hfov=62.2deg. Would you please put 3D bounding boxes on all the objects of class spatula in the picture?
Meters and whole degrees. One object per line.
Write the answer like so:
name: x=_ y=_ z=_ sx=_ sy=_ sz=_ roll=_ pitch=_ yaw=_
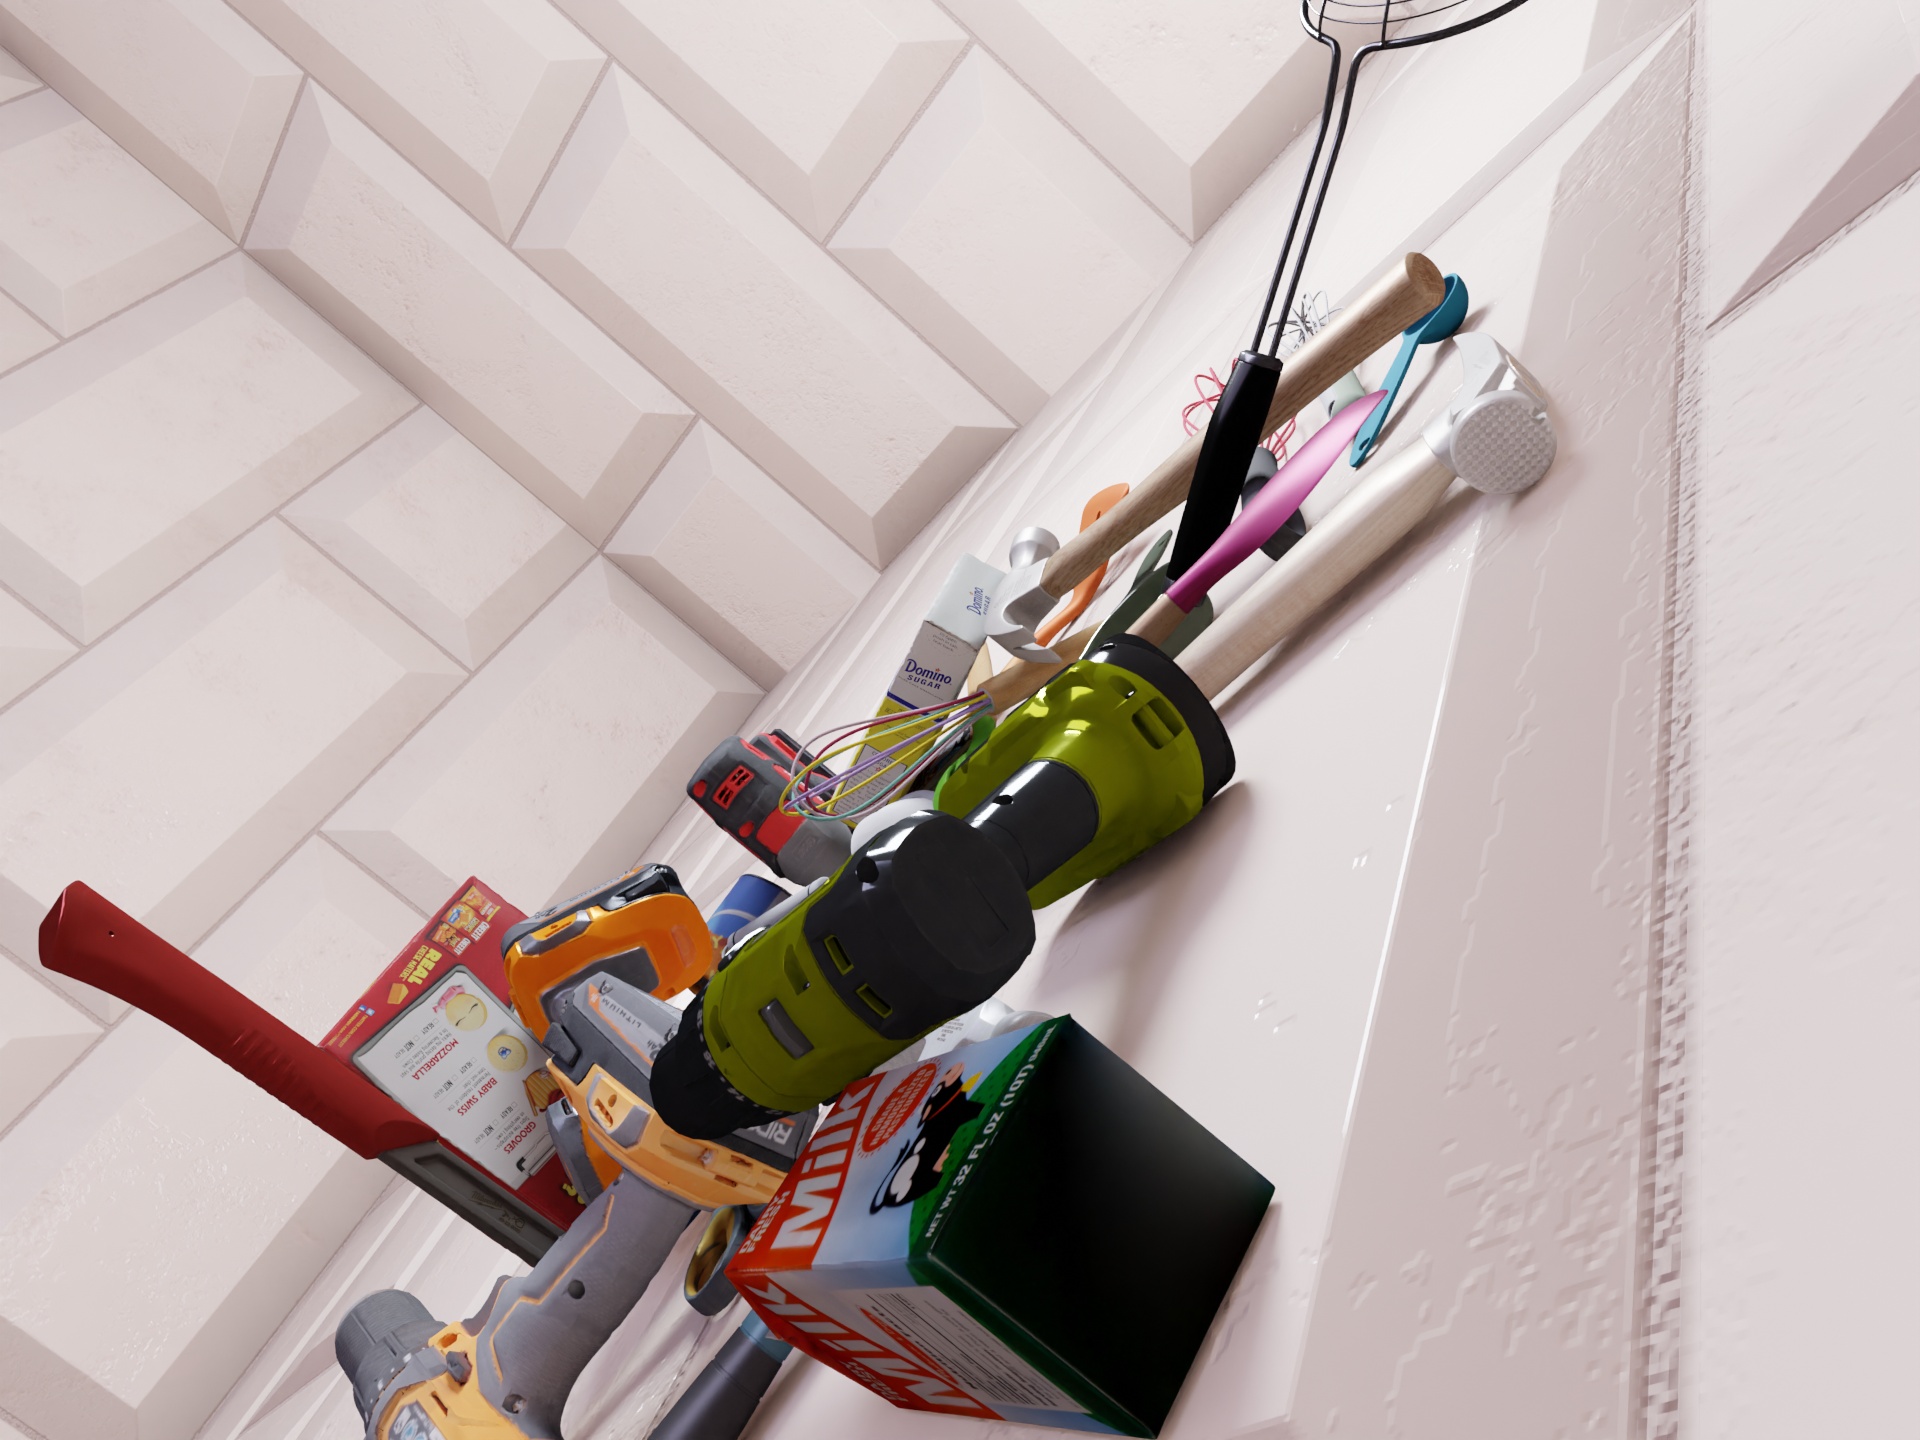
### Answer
spatula: x=0.030 y=-0.038 z=1.165 sx=0.322 sy=0.041 sz=0.081 roll=-52 pitch=13 yaw=-11

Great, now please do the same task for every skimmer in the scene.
skimmer: x=0.181 y=-0.226 z=0.760 sx=0.127 sy=0.090 sz=0.363 roll=31 pitch=110 yaw=44

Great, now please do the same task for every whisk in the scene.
whisk: x=0.170 y=-0.152 z=0.917 sx=0.073 sy=0.073 sz=0.296 roll=-46 pitch=15 yaw=23
whisk: x=-0.001 y=-0.004 z=0.941 sx=0.245 sy=0.047 sz=0.051 roll=-28 pitch=34 yaw=-23
whisk: x=0.222 y=-0.215 z=0.965 sx=0.246 sy=0.059 sz=0.057 roll=-78 pitch=-9 yaw=-64

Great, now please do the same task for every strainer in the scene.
strainer: x=-0.084 y=0.107 z=1.010 sx=0.258 sy=0.050 sz=0.087 roll=-34 pitch=41 yaw=41

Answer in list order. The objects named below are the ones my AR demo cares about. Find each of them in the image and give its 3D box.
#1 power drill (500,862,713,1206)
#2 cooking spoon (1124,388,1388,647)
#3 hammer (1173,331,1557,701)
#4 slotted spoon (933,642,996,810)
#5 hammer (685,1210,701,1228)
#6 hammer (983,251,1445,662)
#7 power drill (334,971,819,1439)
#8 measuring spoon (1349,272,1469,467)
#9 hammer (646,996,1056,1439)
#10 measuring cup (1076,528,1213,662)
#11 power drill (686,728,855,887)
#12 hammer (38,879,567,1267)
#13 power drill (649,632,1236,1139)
power drill: x=-0.169 y=0.168 z=0.913 sx=0.164 sy=0.084 sz=0.227 roll=-25 pitch=28 yaw=-16
cooking spoon: x=0.083 y=-0.037 z=0.749 sx=0.319 sy=0.017 sz=0.069 roll=-47 pitch=4 yaw=12
hammer: x=0.101 y=-0.014 z=0.741 sx=0.410 sy=0.038 sz=0.146 roll=-45 pitch=8 yaw=27
slotted spoon: x=0.013 y=-0.005 z=1.044 sx=0.070 sy=0.031 sz=0.314 roll=-27 pitch=17 yaw=9
hammer: x=-0.154 y=0.258 z=0.748 sx=0.405 sy=0.035 sz=0.144 roll=-53 pitch=9 yaw=3
hammer: x=0.123 y=-0.134 z=0.862 sx=0.331 sy=0.031 sz=0.130 roll=-37 pitch=24 yaw=41
power drill: x=-0.177 y=0.226 z=0.680 sx=0.185 sy=0.084 sz=0.226 roll=17 pitch=75 yaw=49
measuring spoon: x=0.241 y=-0.182 z=0.848 sx=0.129 sy=0.021 sz=0.042 roll=-61 pitch=13 yaw=-16
hammer: x=-0.081 y=0.238 z=0.577 sx=0.331 sy=0.033 sz=0.128 roll=-52 pitch=10 yaw=-16
measuring cup: x=0.114 y=-0.066 z=0.892 sx=0.083 sy=0.038 sz=0.168 roll=-44 pitch=8 yaw=30
power drill: x=-0.123 y=0.071 z=1.171 sx=0.078 sy=0.143 sz=0.219 roll=-51 pitch=2 yaw=-1
hammer: x=-0.325 y=0.201 z=0.855 sx=0.036 sy=0.359 sz=0.149 roll=-44 pitch=13 yaw=28
power drill: x=-0.009 y=0.067 z=0.602 sx=0.190 sy=0.080 sz=0.228 roll=-41 pitch=-4 yaw=42
